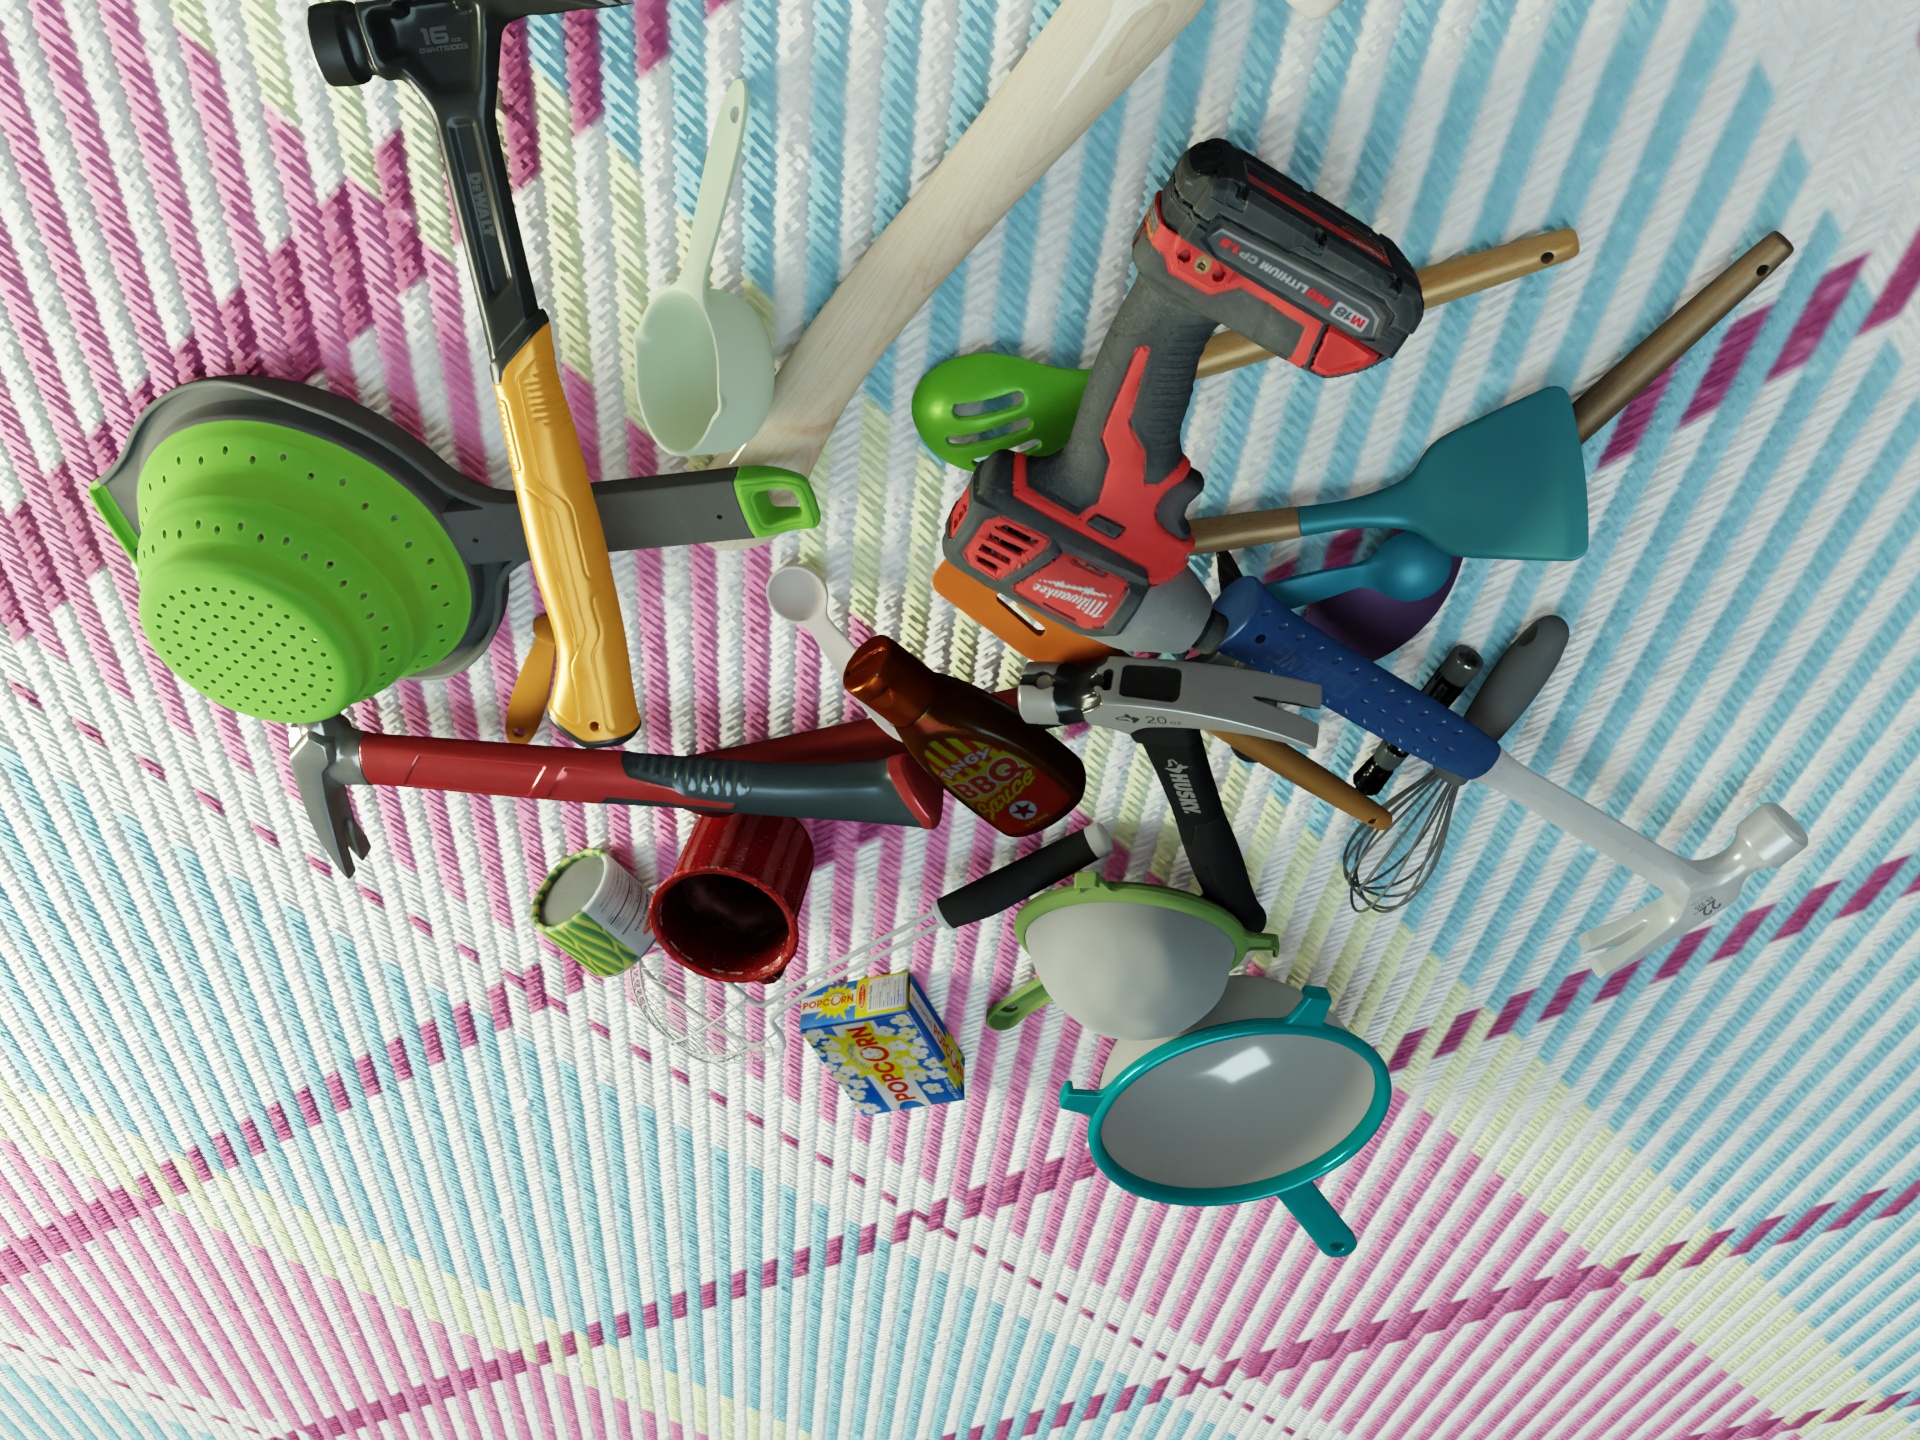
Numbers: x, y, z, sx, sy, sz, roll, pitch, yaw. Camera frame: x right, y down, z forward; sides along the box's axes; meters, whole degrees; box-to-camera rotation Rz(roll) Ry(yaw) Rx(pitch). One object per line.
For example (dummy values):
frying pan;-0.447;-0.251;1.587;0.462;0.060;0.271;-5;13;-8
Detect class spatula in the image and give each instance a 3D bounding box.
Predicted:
spatula;0.129;-0.014;0.862;0.322;0.041;0.081;29;129;-31
spatula;0.279;-0.119;0.793;0.059;0.018;0.315;24;134;-20
spatula;0.144;-0.099;0.802;0.317;0.044;0.082;-7;93;15

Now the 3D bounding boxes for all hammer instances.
hammer;-0.181;-0.142;0.702;0.127;0.034;0.336;-4;115;6
hammer;-0.020;-0.216;0.695;0.146;0.038;0.410;29;131;-23
hammer;0.144;0.057;0.912;0.146;0.035;0.334;2;154;19
hammer;0.293;0.032;0.882;0.405;0.035;0.144;26;121;-25
hammer;-0.202;0.046;0.934;0.386;0.038;0.143;4;126;7
hammer;-0.001;-0.003;0.918;0.359;0.037;0.149;-11;135;14

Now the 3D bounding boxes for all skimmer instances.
skimmer;-0.065;0.137;1.074;0.363;0.090;0.127;-28;122;15

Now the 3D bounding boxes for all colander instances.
colander;-0.266;-0.071;0.791;0.397;0.095;0.204;-3;135;15

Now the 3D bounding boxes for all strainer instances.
strainer;0.217;0.285;1.162;0.211;0.095;0.340;-25;131;14
strainer;0.082;0.186;1.056;0.151;0.069;0.256;21;146;-20

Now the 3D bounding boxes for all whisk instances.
whisk;0.286;0.031;0.930;0.055;0.055;0.238;13;131;-11

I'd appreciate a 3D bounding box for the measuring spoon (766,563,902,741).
measuring spoon;-0.062;-0.038;0.878;0.034;0.018;0.124;-26;113;25

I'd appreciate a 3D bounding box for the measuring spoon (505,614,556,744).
measuring spoon;-0.251;-0.019;0.931;0.021;0.011;0.116;17;135;-14

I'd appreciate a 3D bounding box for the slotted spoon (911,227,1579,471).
slotted spoon;0.124;-0.174;0.739;0.314;0.031;0.070;-14;130;15

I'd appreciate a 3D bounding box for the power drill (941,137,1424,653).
power drill;0.100;-0.128;0.711;0.143;0.079;0.219;27;121;-10

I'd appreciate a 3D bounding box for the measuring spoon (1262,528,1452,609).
measuring spoon;0.191;-0.064;0.816;0.128;0.021;0.042;-15;134;6

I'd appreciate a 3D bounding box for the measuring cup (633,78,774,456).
measuring cup;-0.103;-0.198;0.711;0.038;0.083;0.167;-7;127;-40
